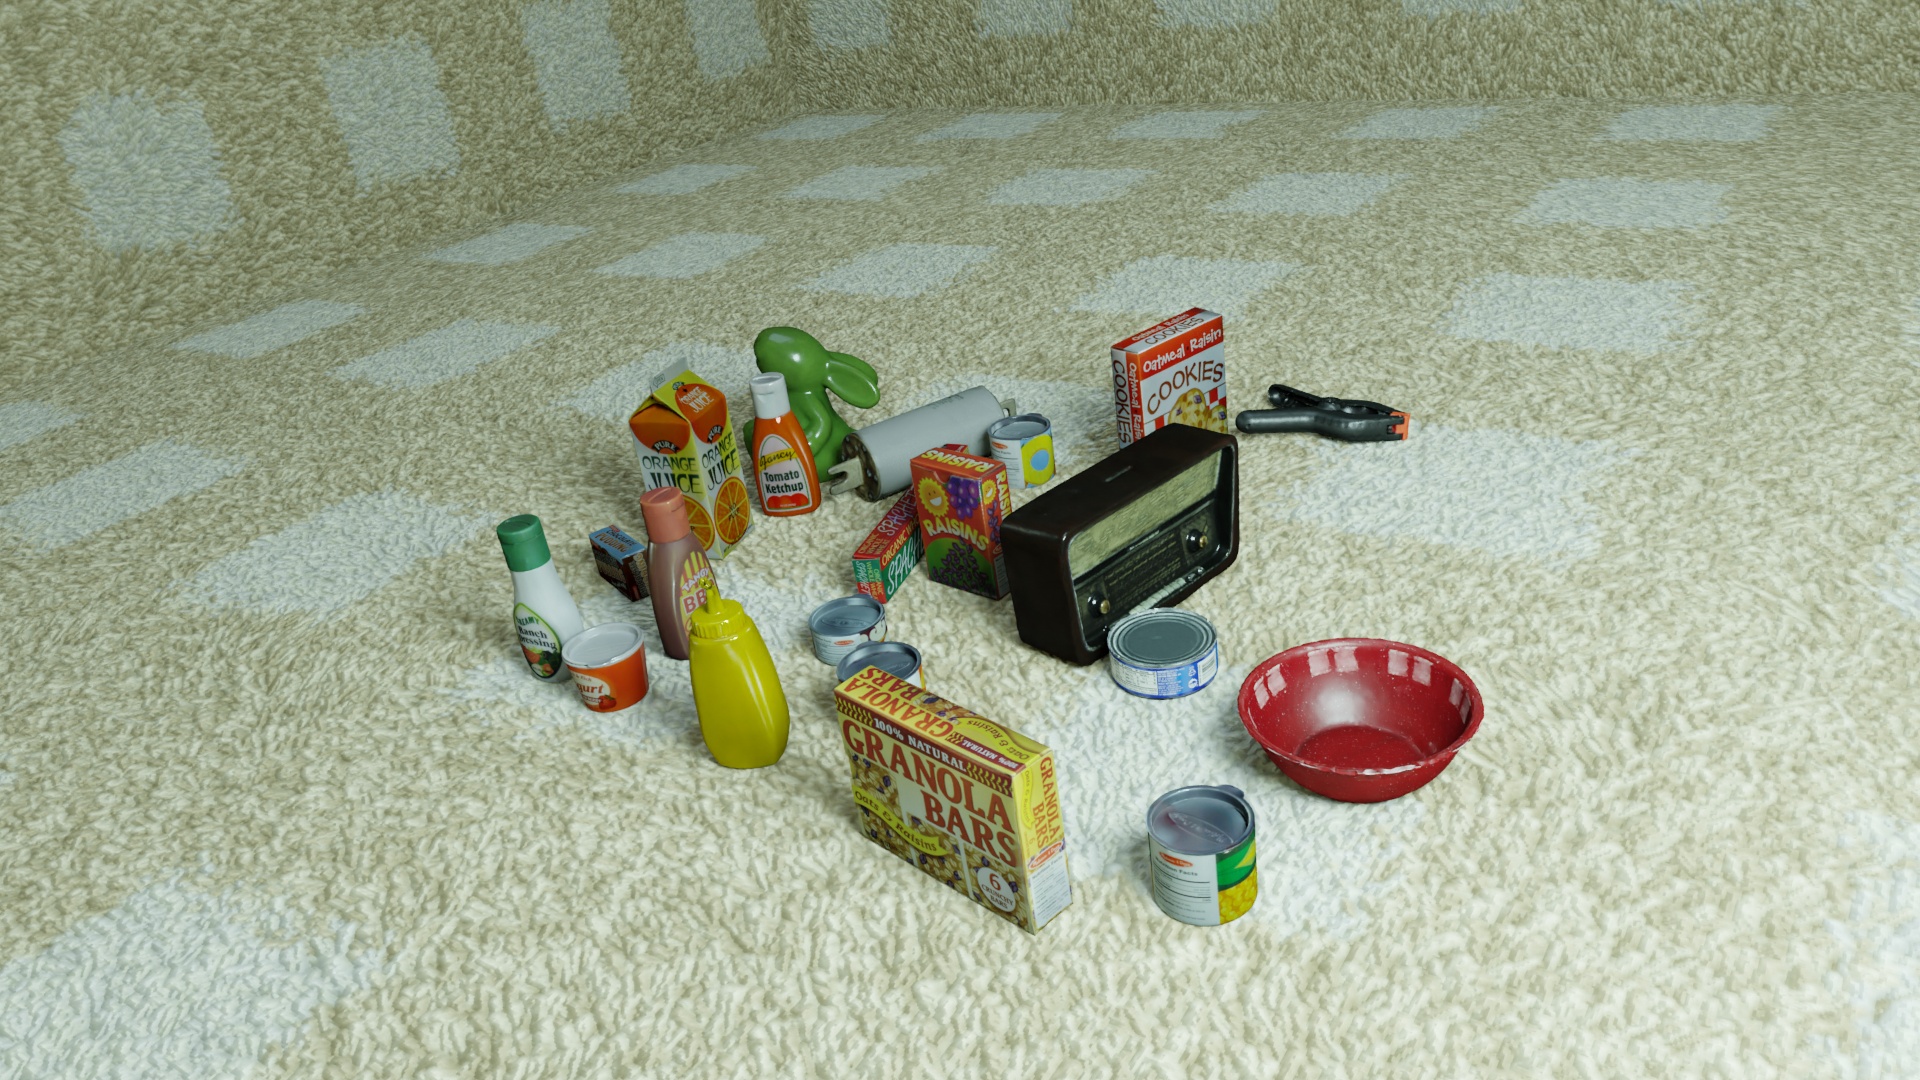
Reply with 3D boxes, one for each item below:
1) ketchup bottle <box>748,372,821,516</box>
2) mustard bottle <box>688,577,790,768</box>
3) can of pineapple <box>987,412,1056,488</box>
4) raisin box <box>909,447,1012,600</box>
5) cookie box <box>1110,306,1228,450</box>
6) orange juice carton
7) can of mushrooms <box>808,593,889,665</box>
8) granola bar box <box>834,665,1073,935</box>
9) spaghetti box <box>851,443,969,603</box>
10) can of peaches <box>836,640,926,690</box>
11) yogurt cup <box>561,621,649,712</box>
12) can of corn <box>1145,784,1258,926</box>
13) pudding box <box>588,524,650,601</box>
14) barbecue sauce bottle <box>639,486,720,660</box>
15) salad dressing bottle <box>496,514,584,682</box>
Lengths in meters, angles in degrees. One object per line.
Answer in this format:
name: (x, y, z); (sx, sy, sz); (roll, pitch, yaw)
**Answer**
ketchup bottle: (-0.186, -0.099, 1.433); (0.065, 0.148, 0.044); (-5, 27, 7)
mustard bottle: (-0.170, 0.095, 1.036); (0.065, 0.159, 0.049); (-2, 27, 12)
can of pineapple: (0.066, -0.094, 1.450); (0.071, 0.057, 0.071); (-7, 27, 3)
raisin box: (0.004, -0.016, 1.243); (0.086, 0.122, 0.040); (16, 36, 40)
cookie box: (0.206, -0.129, 1.357); (0.123, 0.166, 0.040); (-28, 32, -33)
orange juice carton: (-0.268, -0.082, 1.376); (0.073, 0.191, 0.072); (3, 29, 22)
can of mushrooms: (-0.094, 0.076, 1.190); (0.071, 0.033, 0.071); (-7, 27, 3)
granola bar box: (-0.007, 0.164, 0.893); (0.039, 0.123, 0.165); (-30, 34, -36)
spaghetti box: (-0.042, -0.021, 1.347); (0.028, 0.050, 0.251); (2, 29, 21)
can of peaches: (-0.059, 0.118, 1.071); (0.071, 0.057, 0.071); (-7, 27, 3)
yogurt cup: (-0.294, 0.107, 1.165); (0.072, 0.053, 0.073); (-7, 27, 3)
can of corn: (0.152, 0.194, 0.861); (0.071, 0.058, 0.071); (-7, 27, 3)
pudding box: (-0.327, 0.021, 1.349); (0.030, 0.049, 0.084); (-24, 31, -29)
barbecue sauce bottle: (-0.244, 0.027, 1.204); (0.043, 0.147, 0.065); (7, 31, 29)
salad dressing bottle: (-0.361, 0.050, 1.193); (0.064, 0.147, 0.044); (8, 31, 30)
